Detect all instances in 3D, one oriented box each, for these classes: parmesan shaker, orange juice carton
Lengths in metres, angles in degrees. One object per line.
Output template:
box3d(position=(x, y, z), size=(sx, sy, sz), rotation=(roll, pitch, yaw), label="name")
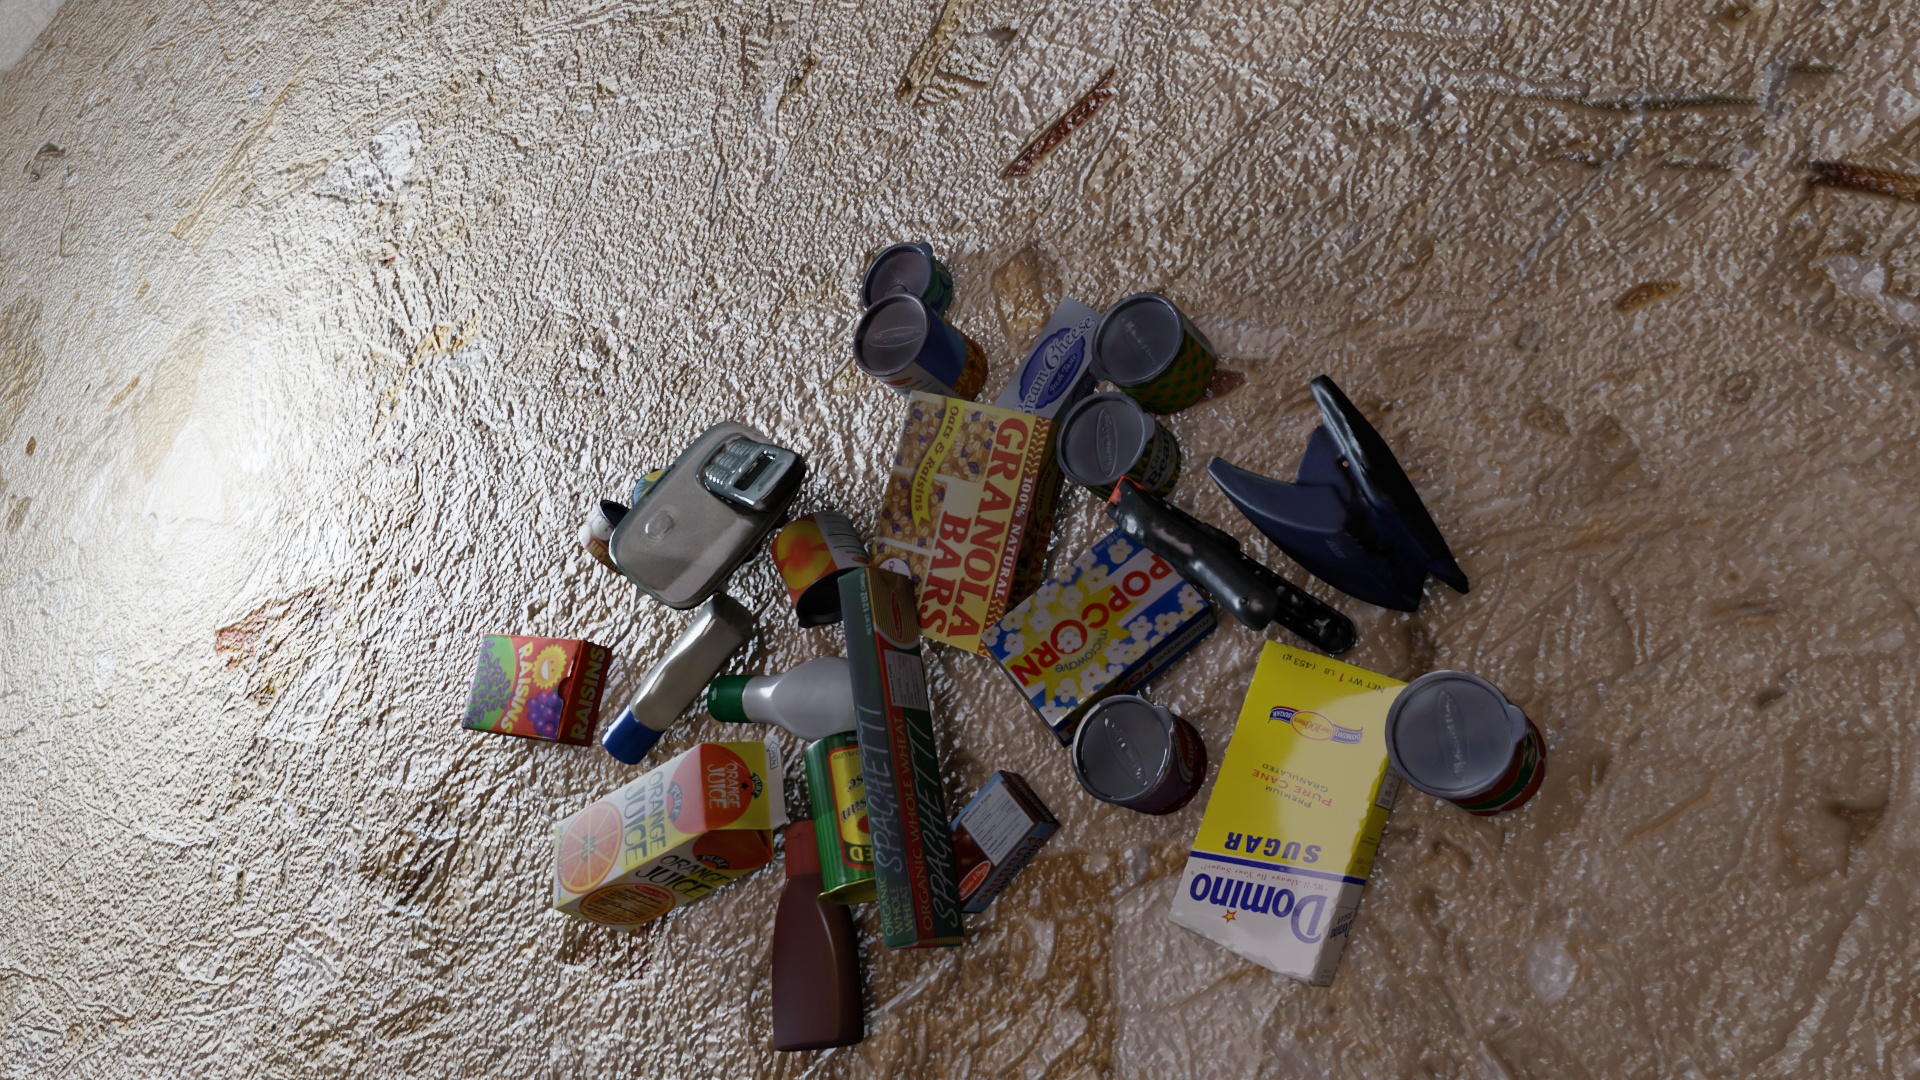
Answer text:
box3d(position=(-0.070, 0.187, 0.940), size=(0.071, 0.071, 0.103), rotation=(-25, 62, 24), label="parmesan shaker")
box3d(position=(-0.202, 0.211, 1.009), size=(0.192, 0.073, 0.072), rotation=(-30, 48, 21), label="orange juice carton")

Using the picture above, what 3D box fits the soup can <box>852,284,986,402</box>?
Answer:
box3d(position=(-0.028, -0.138, 1.023), size=(0.071, 0.083, 0.071), rotation=(-11, 68, 29), label="soup can")

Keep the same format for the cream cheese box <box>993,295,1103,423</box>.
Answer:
box3d(position=(0.069, -0.118, 0.990), size=(0.053, 0.024, 0.103), rotation=(35, 94, 37), label="cream cheese box")

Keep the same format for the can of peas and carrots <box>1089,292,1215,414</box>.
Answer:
box3d(position=(0.128, -0.123, 0.932), size=(0.071, 0.058, 0.071), rotation=(-12, 68, 30), label="can of peas and carrots")

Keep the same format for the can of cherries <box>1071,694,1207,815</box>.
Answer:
box3d(position=(0.113, 0.132, 0.852), size=(0.071, 0.058, 0.072), rotation=(-12, 66, 29), label="can of cherries")

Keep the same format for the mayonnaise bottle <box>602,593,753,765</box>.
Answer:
box3d(position=(-0.220, 0.110, 1.076), size=(0.148, 0.041, 0.065), rotation=(-49, 13, 12), label="mayonnaise bottle")

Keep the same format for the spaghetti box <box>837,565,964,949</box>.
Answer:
box3d(position=(-0.040, 0.139, 0.908), size=(0.028, 0.050, 0.251), rotation=(-22, 66, 31), label="spaghetti box")

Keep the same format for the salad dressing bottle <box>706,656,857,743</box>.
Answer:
box3d(position=(-0.121, 0.117, 1.017), size=(0.147, 0.044, 0.064), rotation=(-3, 72, 34), label="salad dressing bottle")

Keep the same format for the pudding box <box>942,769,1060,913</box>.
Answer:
box3d(position=(0.018, 0.197, 0.906), size=(0.083, 0.030, 0.050), rotation=(-50, 56, 9), label="pudding box")

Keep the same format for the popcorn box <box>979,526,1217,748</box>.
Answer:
box3d(position=(0.088, 0.058, 0.886), size=(0.127, 0.038, 0.085), rotation=(-38, 57, -3), label="popcorn box")

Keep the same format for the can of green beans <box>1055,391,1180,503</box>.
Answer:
box3d(position=(0.106, -0.058, 0.924), size=(0.071, 0.058, 0.071), rotation=(-12, 67, 29), label="can of green beans")

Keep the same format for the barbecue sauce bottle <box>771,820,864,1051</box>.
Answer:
box3d(position=(-0.100, 0.268, 0.948), size=(0.064, 0.043, 0.149), rotation=(-20, 63, 31), label="barbecue sauce bottle")

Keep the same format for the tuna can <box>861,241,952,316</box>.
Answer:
box3d(position=(-0.040, -0.198, 1.083), size=(0.071, 0.033, 0.071), rotation=(-11, 68, 29), label="tuna can")

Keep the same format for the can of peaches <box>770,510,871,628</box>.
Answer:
box3d(position=(-0.102, 0.022, 1.024), size=(0.071, 0.071, 0.058), rotation=(-39, 57, 16), label="can of peaches")

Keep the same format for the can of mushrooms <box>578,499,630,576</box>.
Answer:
box3d(position=(-0.279, 0.000, 1.144), size=(0.033, 0.071, 0.071), rotation=(-50, 54, 10), label="can of mushrooms")

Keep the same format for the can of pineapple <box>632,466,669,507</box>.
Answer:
box3d(position=(-0.221, -0.032, 1.119), size=(0.058, 0.071, 0.071), rotation=(-17, 65, 26), label="can of pineapple")

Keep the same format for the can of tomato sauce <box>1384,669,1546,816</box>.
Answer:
box3d(position=(0.273, 0.109, 0.741), size=(0.071, 0.083, 0.071), rotation=(-11, 68, 29), label="can of tomato sauce")

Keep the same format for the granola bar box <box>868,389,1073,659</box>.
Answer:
box3d(position=(0.003, -0.012, 0.969), size=(0.124, 0.039, 0.165), rotation=(15, 92, 35), label="granola bar box")

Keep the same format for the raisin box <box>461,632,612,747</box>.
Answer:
box3d(position=(-0.357, 0.124, 1.168), size=(0.123, 0.040, 0.086), rotation=(1, 73, 32), label="raisin box")
